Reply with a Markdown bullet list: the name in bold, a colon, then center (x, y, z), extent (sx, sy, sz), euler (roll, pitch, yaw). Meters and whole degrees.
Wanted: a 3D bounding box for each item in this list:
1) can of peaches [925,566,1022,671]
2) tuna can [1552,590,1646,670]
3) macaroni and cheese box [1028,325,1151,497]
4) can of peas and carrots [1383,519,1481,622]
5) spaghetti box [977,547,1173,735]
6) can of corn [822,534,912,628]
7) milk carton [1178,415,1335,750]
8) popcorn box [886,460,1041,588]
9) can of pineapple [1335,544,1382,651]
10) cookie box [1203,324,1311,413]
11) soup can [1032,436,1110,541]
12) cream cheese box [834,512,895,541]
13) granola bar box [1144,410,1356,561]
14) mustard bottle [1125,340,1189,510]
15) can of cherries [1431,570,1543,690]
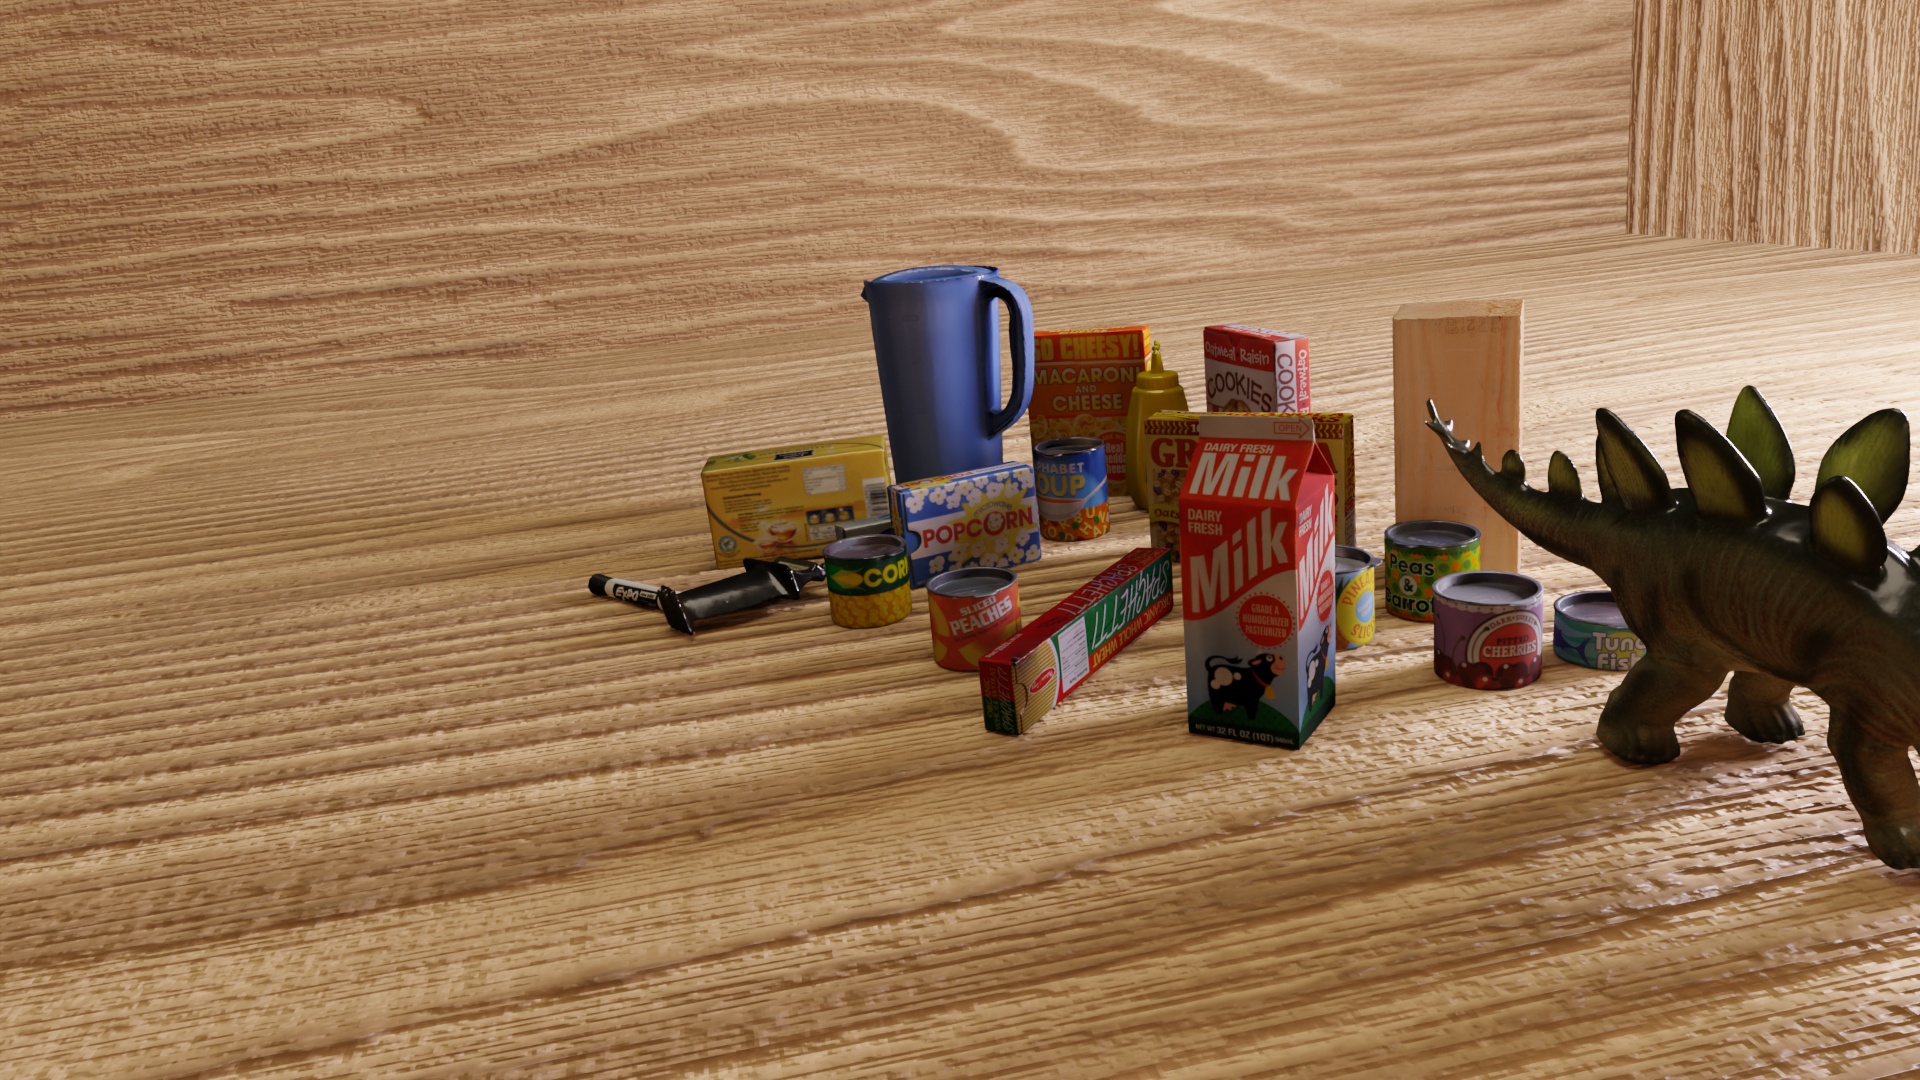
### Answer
- **can of peaches**: center (0.011, 0.056, 0.990), extent (0.071, 0.058, 0.071), euler (-5, 16, 2)
- **tuna can**: center (0.418, 0.058, 0.894), extent (0.071, 0.032, 0.071), euler (-5, 16, 2)
- **macaroni and cheese box**: center (0.131, -0.129, 1.393), extent (0.124, 0.166, 0.040), euler (0, 16, 17)
- **can of peas and carrots**: center (0.338, 0.022, 0.998), extent (0.071, 0.058, 0.071), euler (-5, 16, 2)
- **spaghetti box**: center (0.087, 0.062, 0.957), extent (0.028, 0.050, 0.251), euler (4, 19, 31)
- **can of corn**: center (-0.071, 0.032, 1.099), extent (0.071, 0.058, 0.071), euler (-5, 16, 2)
- **milk carton**: center (0.177, 0.019, 0.823), extent (0.072, 0.190, 0.074), euler (4, 18, 31)
- **popcorn box**: center (0.004, -0.015, 1.188), extent (0.127, 0.085, 0.038), euler (-12, 17, -23)
- **can of pineapple**: center (0.256, 0.040, 0.966), extent (0.071, 0.057, 0.071), euler (-5, 16, 2)
- **cookie box**: center (0.273, -0.111, 1.284), extent (0.040, 0.167, 0.123), euler (-11, 17, -18)
- **soup can**: center (0.100, -0.047, 1.269), extent (0.071, 0.083, 0.071), euler (-5, 16, 2)
- **cream cheese box**: center (-0.055, 0.003, 1.202), extent (0.104, 0.053, 0.024), euler (-12, 17, -23)
- **granola bar box**: center (0.237, -0.042, 1.135), extent (0.165, 0.123, 0.039), euler (4, 18, 30)
- **mustard bottle**: center (0.188, -0.110, 1.320), extent (0.065, 0.159, 0.049), euler (-10, 16, -14)
- **can of cherries**: center (0.335, 0.057, 0.879), extent (0.071, 0.058, 0.072), euler (-5, 16, 2)
